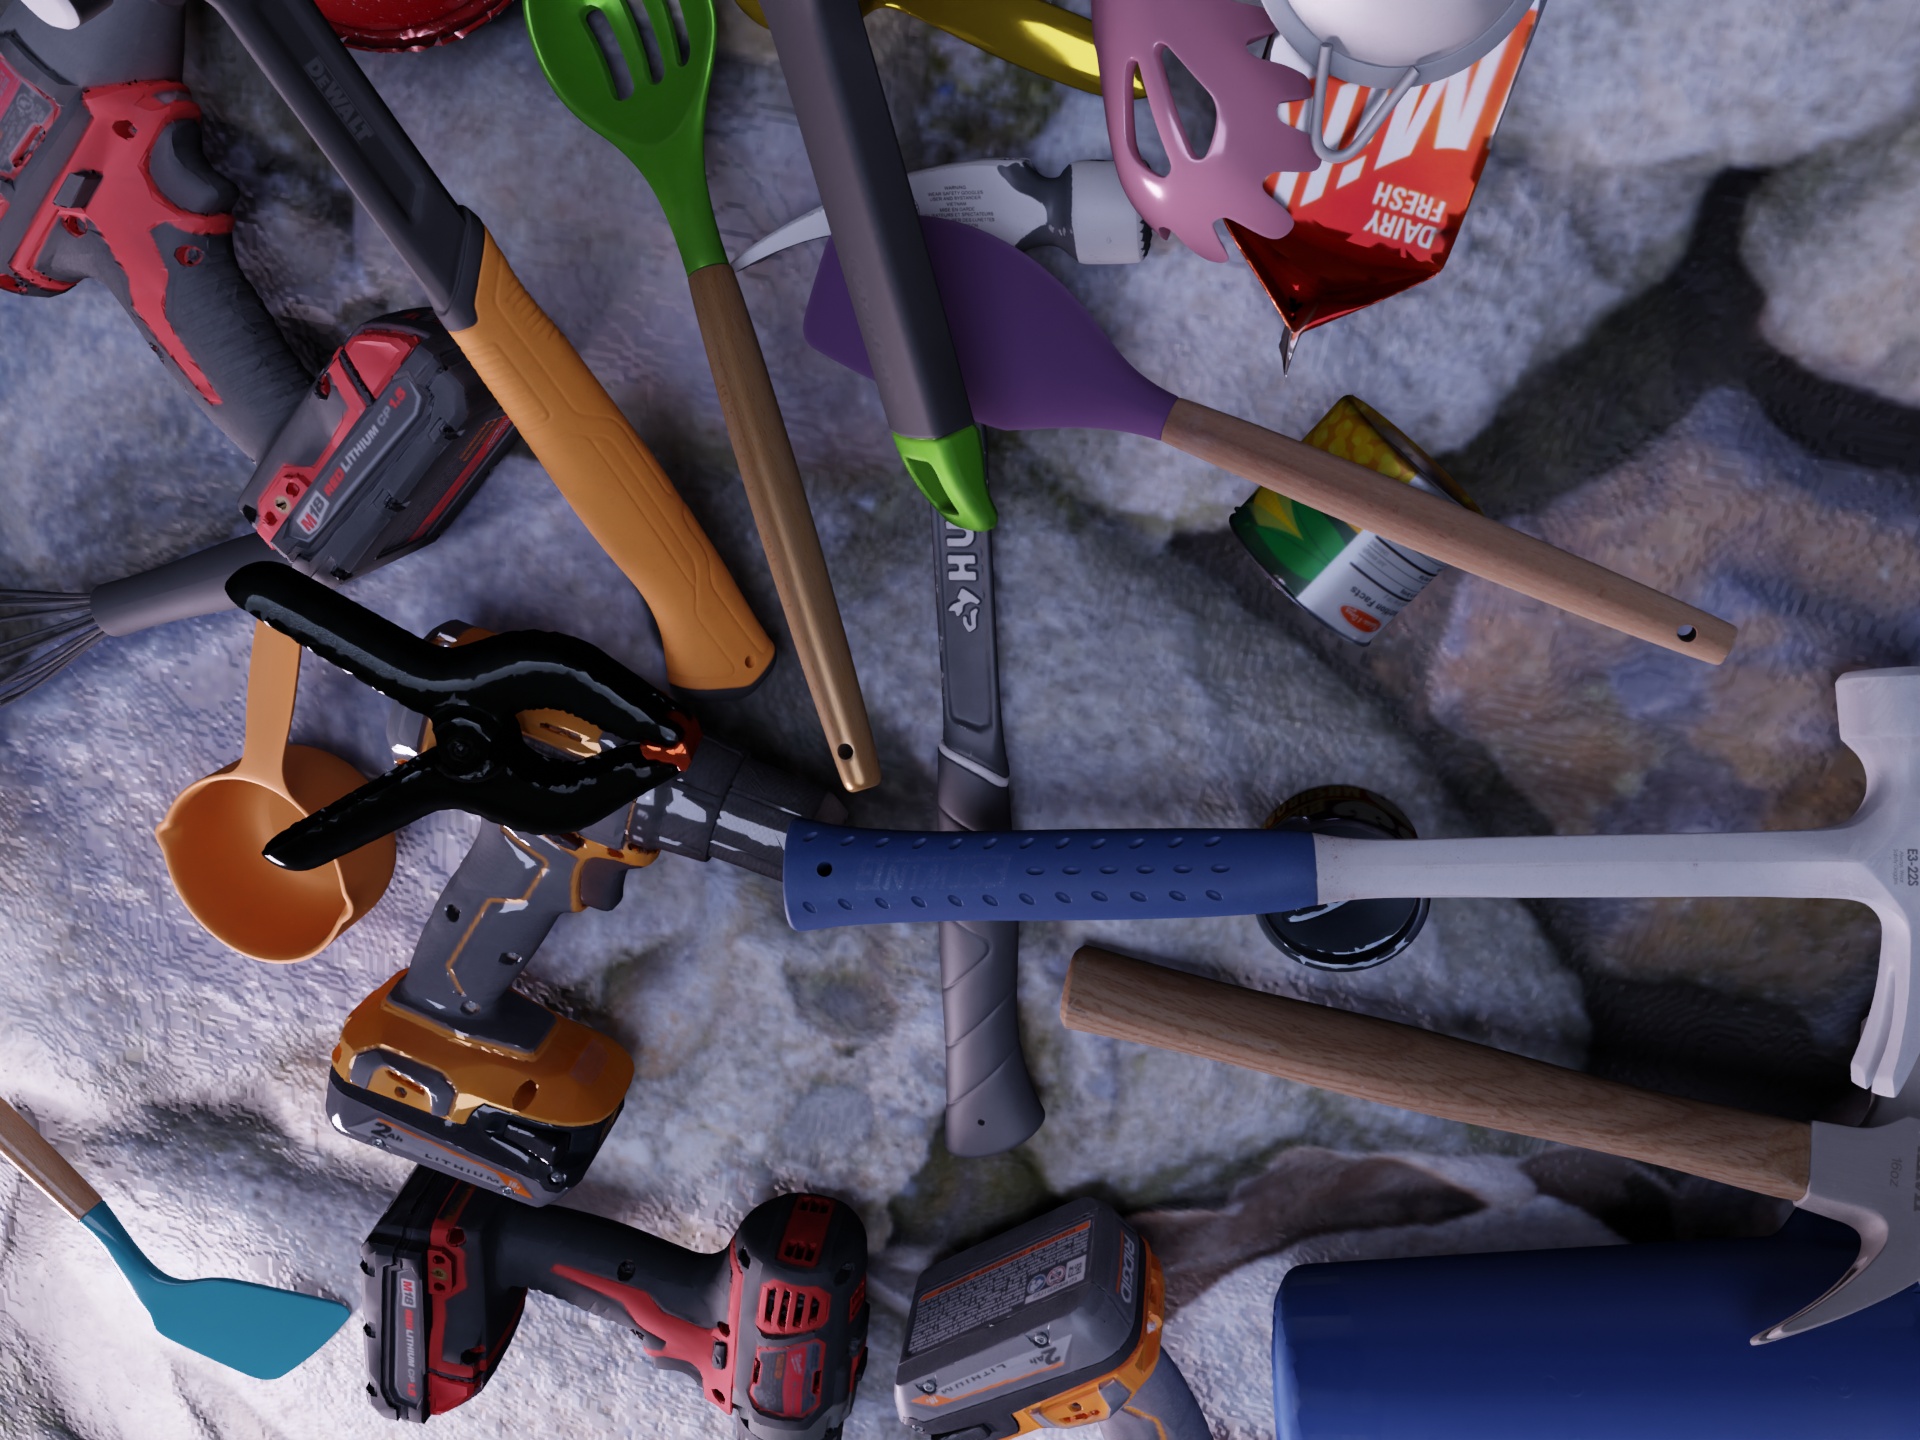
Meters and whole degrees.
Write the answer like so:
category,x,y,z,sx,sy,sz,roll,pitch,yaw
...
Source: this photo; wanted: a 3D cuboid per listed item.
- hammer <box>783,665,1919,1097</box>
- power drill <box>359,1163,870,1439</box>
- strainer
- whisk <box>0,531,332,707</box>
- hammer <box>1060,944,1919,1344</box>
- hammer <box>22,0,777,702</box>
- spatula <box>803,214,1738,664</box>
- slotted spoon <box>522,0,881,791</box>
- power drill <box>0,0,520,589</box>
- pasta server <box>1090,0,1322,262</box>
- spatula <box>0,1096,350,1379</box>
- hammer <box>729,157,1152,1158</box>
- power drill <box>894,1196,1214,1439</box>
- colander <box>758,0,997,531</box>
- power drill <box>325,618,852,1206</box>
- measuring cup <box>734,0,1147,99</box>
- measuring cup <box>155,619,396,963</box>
category,x,y,z,sx,sy,sz,roll,pitch,yaw
hammer,0.138,0.059,0.568,0.405,0.035,0.144,-2,85,8
power drill,-0.157,0.297,0.753,0.226,0.080,0.187,9,114,4
strainer,0.133,-0.275,0.399,0.087,0.050,0.258,10,103,-10
whisk,-0.352,-0.046,0.665,0.239,0.055,0.055,-14,109,11
hammer,0.201,0.143,0.613,0.331,0.130,0.031,11,152,14
hammer,-0.147,-0.134,0.528,0.034,0.127,0.336,18,149,42
spatula,0.091,-0.089,0.509,0.316,0.018,0.059,26,110,12
slotted spoon,-0.079,-0.126,0.539,0.070,0.031,0.314,-17,90,23
power drill,-0.264,-0.167,0.580,0.219,0.078,0.143,44,113,-5
pasta server,0.032,-0.288,0.457,0.060,0.040,0.316,-17,90,35
spatula,-0.454,0.226,0.809,0.317,0.044,0.082,46,113,-4
hammer,-0.001,-0.002,0.618,0.149,0.036,0.408,2,113,11
power drill,0.069,0.338,0.723,0.164,0.084,0.226,-32,107,22
colander,-0.022,-0.251,0.453,0.094,0.205,0.396,-26,115,-20
power drill,-0.159,0.089,0.665,0.185,0.084,0.226,20,110,0
measuring cup,-0.008,-0.237,0.522,0.156,0.029,0.062,23,115,4
measuring cup,-0.278,0.017,0.669,0.095,0.052,0.173,19,113,8
